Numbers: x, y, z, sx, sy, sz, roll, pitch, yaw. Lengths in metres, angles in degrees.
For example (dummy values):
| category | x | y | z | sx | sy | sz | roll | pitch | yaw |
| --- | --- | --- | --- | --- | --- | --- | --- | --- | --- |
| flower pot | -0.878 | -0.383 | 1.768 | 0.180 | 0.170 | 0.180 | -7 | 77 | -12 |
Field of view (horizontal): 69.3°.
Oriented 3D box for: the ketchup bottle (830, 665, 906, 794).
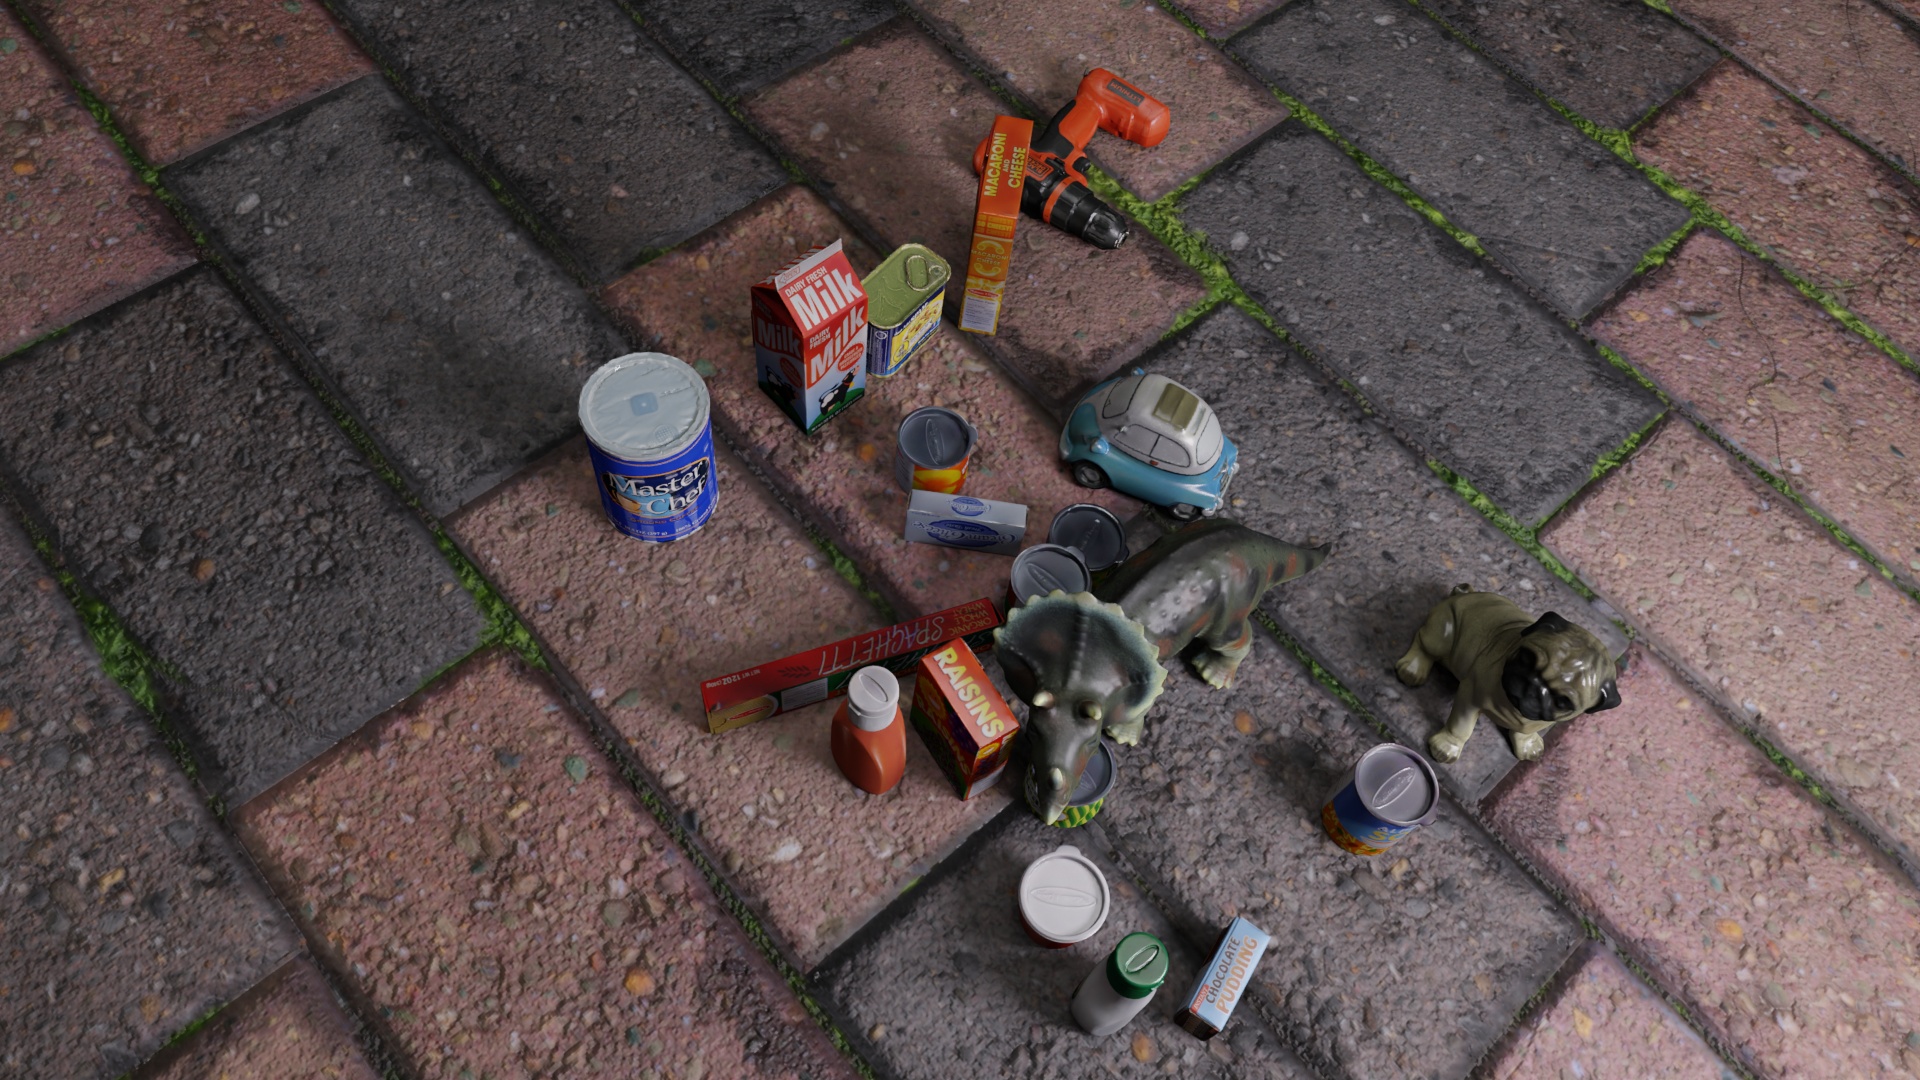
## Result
| category | x | y | z | sx | sy | sz | roll | pitch | yaw |
| --- | --- | --- | --- | --- | --- | --- | --- | --- | --- |
| ketchup bottle | -0.069 | 0.142 | 1.051 | 0.044 | 0.148 | 0.065 | -39 | 71 | -24 |

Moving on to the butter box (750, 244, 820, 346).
| category | x | y | z | sx | sy | sz | roll | pitch | yaw |
| --- | --- | --- | --- | --- | --- | --- | --- | --- | --- |
| butter box | -0.157 | -0.227 | 1.307 | 0.024 | 0.053 | 0.104 | 32 | 62 | 12 |

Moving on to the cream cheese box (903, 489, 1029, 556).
| category | x | y | z | sx | sy | sz | roll | pitch | yaw |
| --- | --- | --- | --- | --- | --- | --- | --- | --- | --- |
| cream cheese box | 0.004 | -0.015 | 1.203 | 0.104 | 0.053 | 0.024 | 8 | 60 | -1 |

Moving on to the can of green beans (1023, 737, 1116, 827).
| category | x | y | z | sx | sy | sz | roll | pitch | yaw |
| --- | --- | --- | --- | --- | --- | --- | --- | --- | --- |
| can of green beans | 0.085 | 0.186 | 1.094 | 0.071 | 0.057 | 0.071 | 3 | 60 | -5 |

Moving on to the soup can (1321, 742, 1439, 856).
| category | x | y | z | sx | sy | sz | roll | pitch | yaw |
| --- | --- | --- | --- | --- | --- | --- | --- | --- | --- |
| soup can | 0.330 | 0.208 | 1.093 | 0.071 | 0.083 | 0.071 | 3 | 60 | -5 |

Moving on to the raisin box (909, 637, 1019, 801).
| category | x | y | z | sx | sy | sz | roll | pitch | yaw |
| --- | --- | --- | --- | --- | --- | --- | --- | --- | --- |
| raisin box | 0.002 | 0.140 | 1.074 | 0.040 | 0.122 | 0.086 | -26 | 67 | -19 |

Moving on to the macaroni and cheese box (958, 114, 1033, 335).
| category | x | y | z | sx | sy | sz | roll | pitch | yaw |
| --- | --- | --- | --- | --- | --- | --- | --- | --- | --- |
| macaroni and cheese box | 0.031 | -0.292 | 1.299 | 0.040 | 0.165 | 0.124 | 10 | 60 | 0 |

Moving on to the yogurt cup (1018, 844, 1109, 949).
| category | x | y | z | sx | sy | sz | roll | pitch | yaw |
| --- | --- | --- | --- | --- | --- | --- | --- | --- | --- |
| yogurt cup | 0.074 | 0.274 | 1.045 | 0.072 | 0.053 | 0.073 | 3 | 60 | -5 |

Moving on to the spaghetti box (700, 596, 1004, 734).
| category | x | y | z | sx | sy | sz | roll | pitch | yaw |
| --- | --- | --- | --- | --- | --- | --- | --- | --- | --- |
| spaghetti box | -0.086 | 0.101 | 1.129 | 0.251 | 0.050 | 0.029 | -16 | 64 | -15 |

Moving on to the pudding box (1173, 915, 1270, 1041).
| category | x | y | z | sx | sy | sz | roll | pitch | yaw |
| --- | --- | --- | --- | --- | --- | --- | --- | --- | --- |
| pudding box | 0.194 | 0.325 | 1.031 | 0.030 | 0.049 | 0.084 | 32 | 62 | 12 |

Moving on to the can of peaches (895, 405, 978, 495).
| category | x | y | z | sx | sy | sz | roll | pitch | yaw |
| --- | --- | --- | --- | --- | --- | --- | --- | --- | --- |
| can of peaches | -0.022 | -0.076 | 1.232 | 0.071 | 0.057 | 0.071 | 3 | 60 | -5 |

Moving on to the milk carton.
| category | x | y | z | sx | sy | sz | roll | pitch | yaw |
| --- | --- | --- | --- | --- | --- | --- | --- | --- | --- |
| milk carton | -0.130 | -0.183 | 1.205 | 0.072 | 0.189 | 0.073 | -38 | 71 | -23 |

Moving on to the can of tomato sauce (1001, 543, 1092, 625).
| category | x | y | z | sx | sy | sz | roll | pitch | yaw |
| --- | --- | --- | --- | --- | --- | --- | --- | --- | --- |
| can of tomato sauce | 0.071 | 0.049 | 1.156 | 0.071 | 0.082 | 0.071 | 3 | 60 | -5 |

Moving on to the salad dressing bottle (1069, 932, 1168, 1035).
| category | x | y | z | sx | sy | sz | roll | pitch | yaw |
| --- | --- | --- | --- | --- | --- | --- | --- | --- | --- |
| salad dressing bottle | 0.113 | 0.310 | 0.975 | 0.064 | 0.147 | 0.044 | -31 | 68 | -21 |

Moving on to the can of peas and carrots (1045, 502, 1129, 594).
| category | x | y | z | sx | sy | sz | roll | pitch | yaw |
| --- | --- | --- | --- | --- | --- | --- | --- | --- | --- |
| can of peas and carrots | 0.107 | 0.011 | 1.196 | 0.071 | 0.058 | 0.071 | 3 | 60 | -5 |
